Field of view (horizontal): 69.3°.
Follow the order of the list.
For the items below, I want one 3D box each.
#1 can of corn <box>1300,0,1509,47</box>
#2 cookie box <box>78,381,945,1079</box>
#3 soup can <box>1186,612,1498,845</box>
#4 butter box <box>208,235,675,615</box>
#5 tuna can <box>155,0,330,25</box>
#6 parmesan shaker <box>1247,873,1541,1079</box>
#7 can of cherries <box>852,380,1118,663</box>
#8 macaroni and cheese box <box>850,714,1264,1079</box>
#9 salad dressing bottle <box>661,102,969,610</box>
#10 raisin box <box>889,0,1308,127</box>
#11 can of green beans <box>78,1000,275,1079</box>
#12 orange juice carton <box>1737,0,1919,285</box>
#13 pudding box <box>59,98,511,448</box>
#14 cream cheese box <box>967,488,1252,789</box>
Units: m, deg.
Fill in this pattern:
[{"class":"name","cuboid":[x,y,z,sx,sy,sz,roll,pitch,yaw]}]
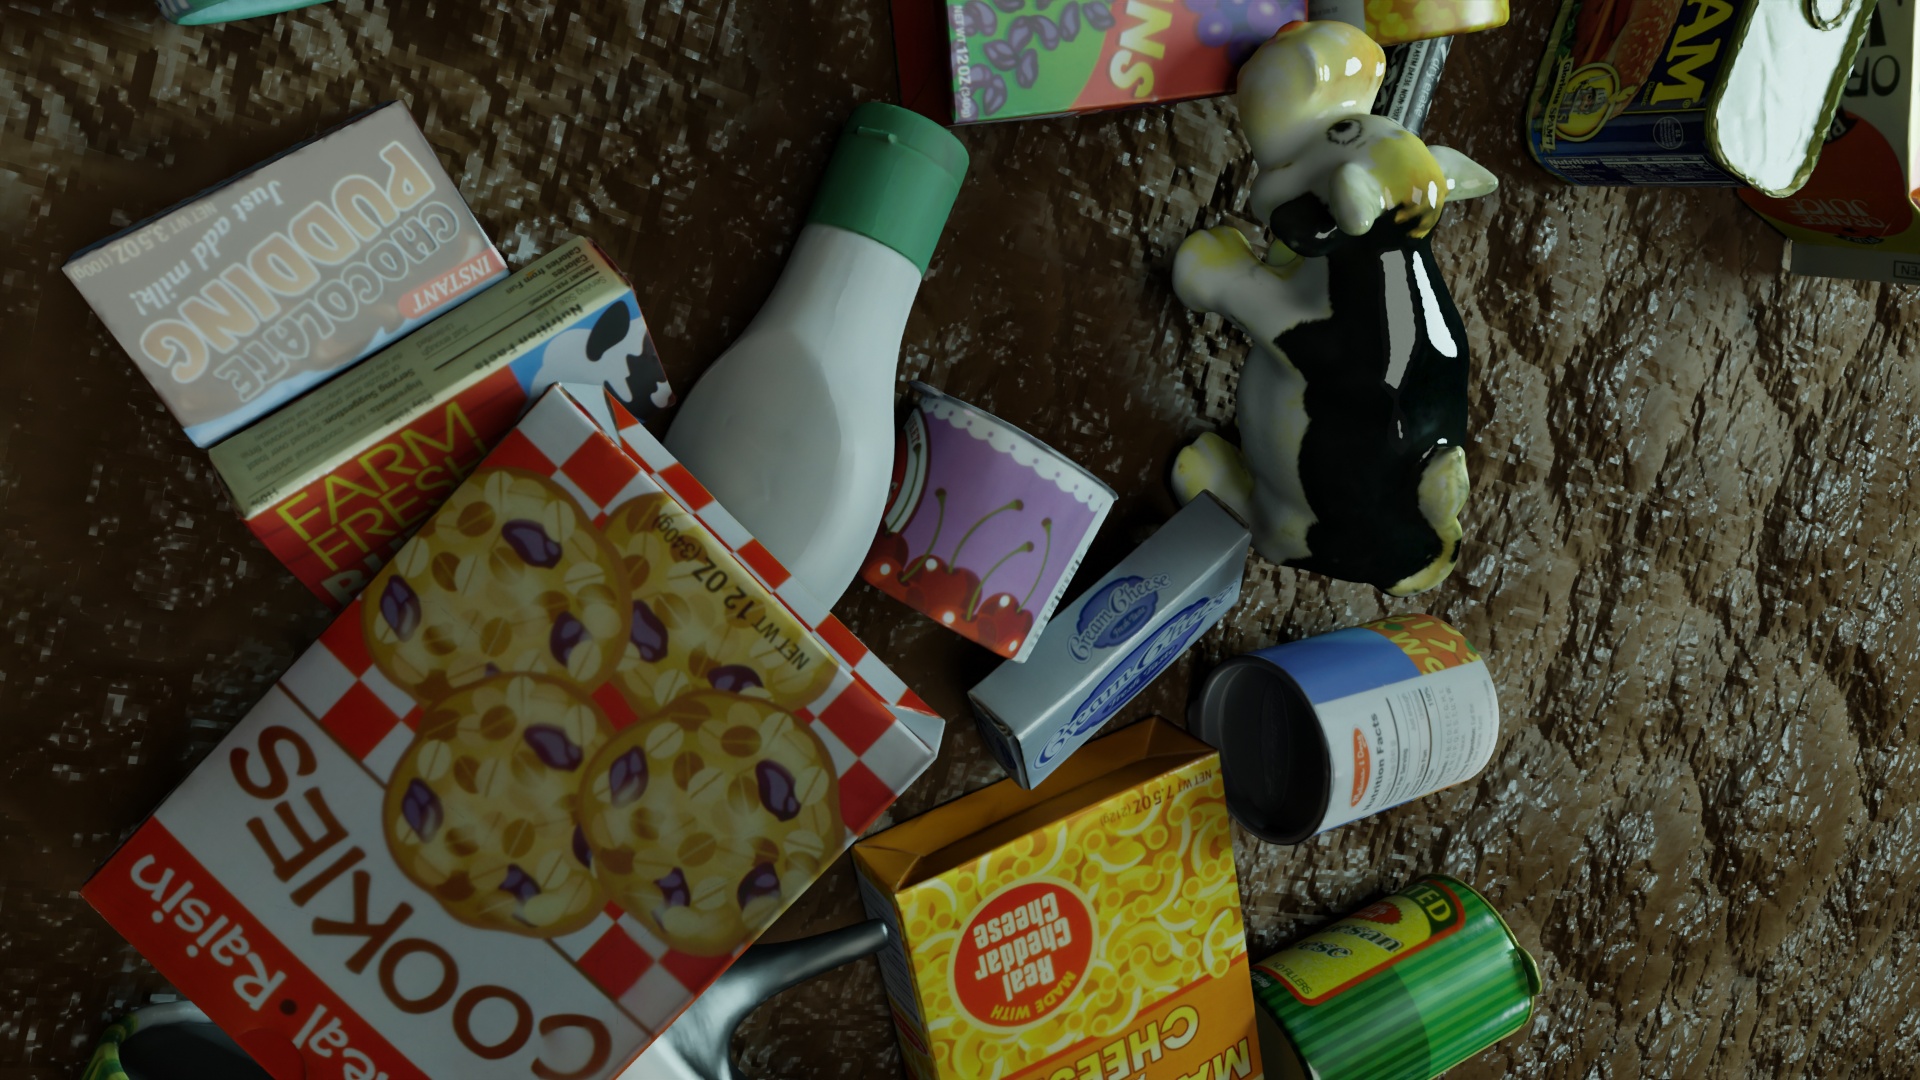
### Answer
[{"class":"can of corn","cuboid":[0.137,-0.185,0.431,0.071,0.071,0.058,-17,109,-23]},{"class":"cookie box","cuboid":[-0.106,0.064,0.337,0.123,0.040,0.167,45,94,-2]},{"class":"soup can","cuboid":[0.135,0.064,0.494,0.084,0.071,0.071,-10,107,-30]},{"class":"butter box","cuboid":[-0.125,-0.028,0.346,0.104,0.024,0.053,-36,156,-15]},{"class":"tuna can","cuboid":[-0.146,-0.135,0.298,0.071,0.071,0.032,-23,113,-21]},{"class":"parmesan shaker","cuboid":[0.158,0.178,0.531,0.103,0.071,0.071,-18,110,-22]},{"class":"can of cherries","cuboid":[0.001,-0.005,0.409,0.071,0.071,0.058,30,89,-30]},{"class":"macaroni and cheese box","cuboid":[0.040,0.161,0.483,0.124,0.040,0.165,-19,110,-21]},{"class":"salad dressing bottle","cuboid":[-0.040,-0.046,0.383,0.147,0.064,0.044,-68,158,-5]},{"class":"raisin box","cuboid":[0.041,-0.169,0.404,0.124,0.040,0.085,-14,109,-23]},{"class":"can of green beans","cuboid":[-0.193,0.158,0.347,0.071,0.071,0.058,28,89,-30]},{"class":"orange juice carton","cuboid":[0.358,-0.196,0.543,0.073,0.072,0.192,-18,110,-22]},{"class":"pudding box","cuboid":[-0.158,-0.064,0.331,0.084,0.030,0.049,-34,116,-16]},{"class":"cream cheese box","cuboid":[0.050,0.033,0.452,0.104,0.024,0.053,-40,155,-14]}]
